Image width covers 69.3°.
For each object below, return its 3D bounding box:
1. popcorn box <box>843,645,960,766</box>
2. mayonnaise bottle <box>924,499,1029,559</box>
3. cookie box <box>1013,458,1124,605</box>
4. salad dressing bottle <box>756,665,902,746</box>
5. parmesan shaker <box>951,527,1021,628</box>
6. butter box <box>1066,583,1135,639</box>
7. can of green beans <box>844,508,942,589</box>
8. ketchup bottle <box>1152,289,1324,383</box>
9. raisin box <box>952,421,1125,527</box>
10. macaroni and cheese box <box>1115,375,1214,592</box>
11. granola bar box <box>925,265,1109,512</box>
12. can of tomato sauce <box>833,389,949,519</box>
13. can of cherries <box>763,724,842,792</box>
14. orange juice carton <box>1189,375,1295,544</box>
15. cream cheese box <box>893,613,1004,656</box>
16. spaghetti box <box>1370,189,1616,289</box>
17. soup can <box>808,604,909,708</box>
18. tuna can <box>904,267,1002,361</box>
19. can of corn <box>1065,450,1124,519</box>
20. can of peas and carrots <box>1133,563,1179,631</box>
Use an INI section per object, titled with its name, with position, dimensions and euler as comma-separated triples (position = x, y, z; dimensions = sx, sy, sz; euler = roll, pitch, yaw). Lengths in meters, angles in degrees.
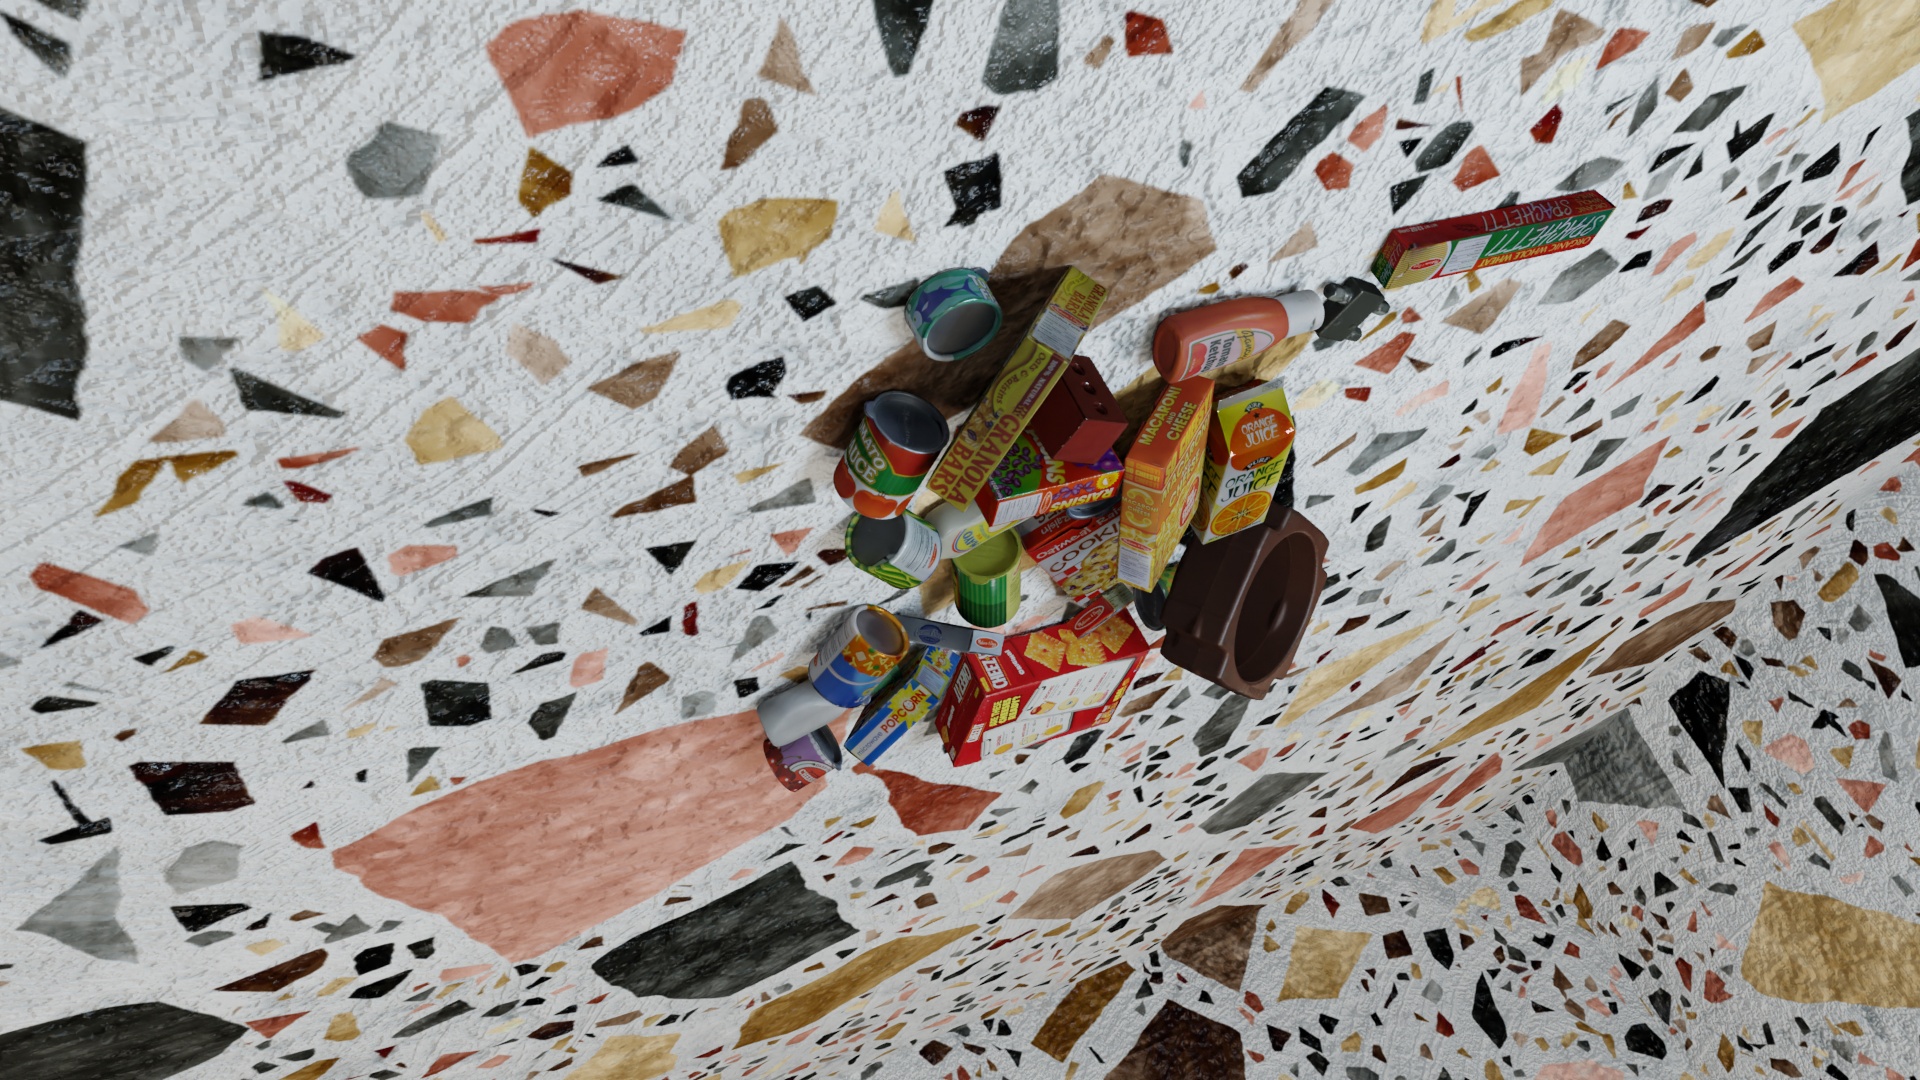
[popcorn box]
position = -0.062, 0.168, 1.448
dimensions = 0.126, 0.038, 0.085
euler = -45, -173, 29
[mayonnaise bottle]
position = 0.004, -0.016, 1.251
dimensions = 0.148, 0.041, 0.064
euler = -30, 152, 3
[cookie box]
position = 0.138, -0.004, 1.383
dimensions = 0.123, 0.040, 0.167
euler = -32, 151, 9
[salad dressing bottle]
position = -0.132, 0.157, 1.412
dimensions = 0.148, 0.044, 0.064
euler = -26, 149, -6
[parmesan shaker]
position = 0.024, 0.035, 1.319
dimensions = 0.071, 0.071, 0.102
euler = -22, 151, -11
[butter box]
position = 0.153, 0.076, 1.503
dimensions = 0.053, 0.024, 0.104
euler = -39, 172, 19
[can of green beans]
position = -0.059, 0.003, 1.204
dimensions = 0.071, 0.071, 0.057
euler = -36, 149, 14
[ketchup bottle]
position = 0.238, -0.180, 1.184
dimensions = 0.149, 0.044, 0.064
euler = -18, 149, -18
[raisin box]
position = 0.065, -0.066, 1.176
dimensions = 0.124, 0.086, 0.039
euler = -14, 146, -23
[macaroni and cheese box]
position = 0.183, -0.052, 1.256
dimensions = 0.124, 0.040, 0.165
euler = -56, 156, -35
[granola bar box]
position = 0.043, -0.115, 1.057
dimensions = 0.164, 0.039, 0.125
euler = -54, -177, 39
[can of tomato sauce]
position = -0.057, -0.067, 1.093
dimensions = 0.071, 0.071, 0.082
euler = -4, 144, -35
[can of cherries]
position = -0.165, 0.224, 1.461
dimensions = 0.058, 0.072, 0.071
euler = -32, 151, 7
[orange juice carton]
position = 0.260, -0.085, 1.324
dimensions = 0.072, 0.073, 0.191
euler = -20, 150, -14
[cream cheese box]
position = -0.014, 0.093, 1.363
dimensions = 0.053, 0.104, 0.024
euler = 14, 85, -52
[spaghetti box]
position = 0.484, -0.273, 1.257
dimensions = 0.251, 0.029, 0.050
euler = -15, 148, -22
[soup can]
position = -0.096, 0.113, 1.344
dimensions = 0.071, 0.071, 0.083
euler = 5, 137, -44
[tuna can]
position = -0.003, -0.166, 1.015
dimensions = 0.071, 0.033, 0.070
euler = -20, 150, -12
[can of corn]
position = 0.112, -0.061, 1.253
dimensions = 0.071, 0.058, 0.070
euler = -21, 150, -13
[can of peas and carrots]
position = 0.235, 0.063, 1.542
dimensions = 0.059, 0.071, 0.070
euler = -14, 148, -25
